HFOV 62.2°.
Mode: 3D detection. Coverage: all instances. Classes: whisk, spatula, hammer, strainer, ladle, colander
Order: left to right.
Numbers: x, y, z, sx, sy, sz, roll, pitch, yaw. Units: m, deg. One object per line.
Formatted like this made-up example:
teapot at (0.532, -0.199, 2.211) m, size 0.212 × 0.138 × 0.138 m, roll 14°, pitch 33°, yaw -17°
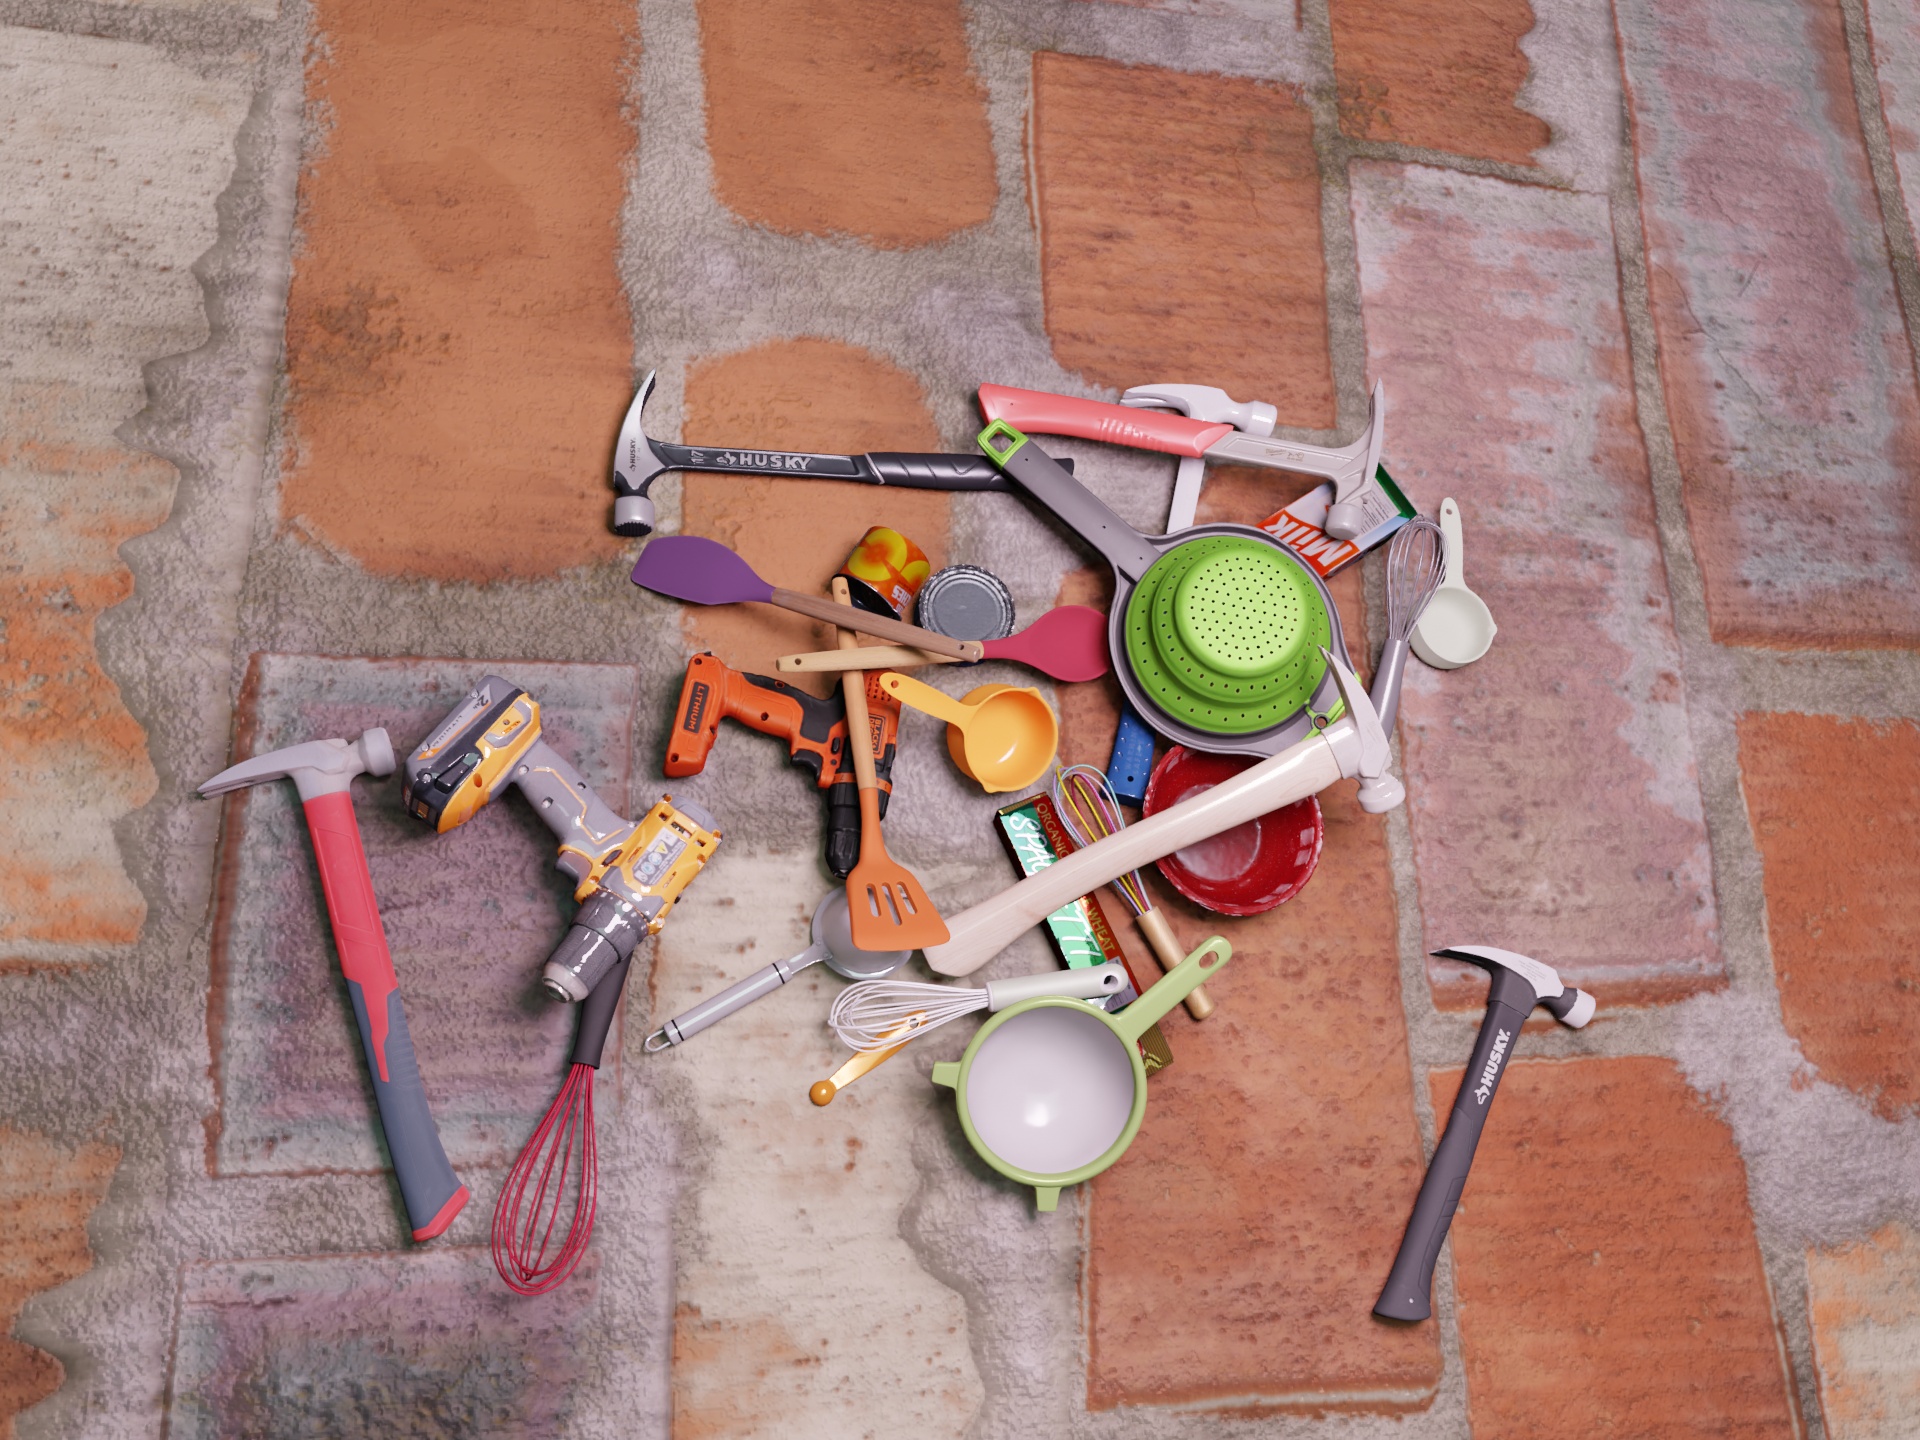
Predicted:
hammer at (-0.460, 0.203, 1.200) m, size 0.143 × 0.038 × 0.386 m, roll -15°, pitch 78°, yaw -15°
whisk at (-0.291, 0.281, 1.206) m, size 0.073 × 0.073 × 0.296 m, roll 14°, pitch 66°, yaw -8°
strainer at (-0.135, 0.197, 1.272) m, size 0.258 × 0.050 × 0.087 m, roll -28°, pitch 66°, yaw -15°
spatula at (-0.129, -0.098, 1.310) m, size 0.316 × 0.018 × 0.060 m, roll 18°, pitch 69°, yaw 18°
hammer at (-0.098, -0.228, 1.404) m, size 0.409 × 0.036 × 0.149 m, roll 1°, pitch 73°, yaw -12°
spatula at (-0.074, 0.030, 1.273) m, size 0.081 × 0.041 × 0.323 m, roll -1°, pitch 70°, yaw -24°
ladle at (-0.006, -0.056, 1.326) m, size 0.315 × 0.031 × 0.069 m, roll -5°, pitch 76°, yaw -28°
whisk at (0.015, 0.224, 1.277) m, size 0.246 × 0.059 × 0.058 m, roll -7°, pitch 95°, yaw -9°
strainer at (0.109, 0.255, 1.270) m, size 0.256 × 0.069 × 0.151 m, roll -39°, pitch 94°, yaw -4°
whisk at (0.148, 0.142, 1.348) m, size 0.051 × 0.047 × 0.245 m, roll -30°, pitch 87°, yaw -12°
hammer at (0.151, 0.088, 1.285) m, size 0.410 × 0.038 × 0.146 m, roll -26°, pitch 107°, yaw 0°
colander at (0.169, -0.134, 1.342) m, size 0.397 × 0.094 × 0.204 m, roll 42°, pitch 80°, yaw 9°
hammer at (0.180, -0.121, 1.428) m, size 0.144 × 0.035 × 0.406 m, roll 14°, pitch 73°, yaw -2°
hammer at (0.194, -0.265, 1.425) m, size 0.359 × 0.036 × 0.149 m, roll 12°, pitch 75°, yaw 7°
whisk at (0.394, -0.070, 1.436) m, size 0.055 × 0.055 × 0.239 m, roll 14°, pitch 90°, yaw -8°
hammer at (0.421, 0.348, 1.349) m, size 0.146 × 0.035 × 0.335 m, roll 29°, pitch 71°, yaw -3°

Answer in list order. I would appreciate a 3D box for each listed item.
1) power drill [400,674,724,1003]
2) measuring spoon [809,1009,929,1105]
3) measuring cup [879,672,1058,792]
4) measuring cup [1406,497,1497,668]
power drill at (-0.321, 0.093, 1.225) m, size 0.226 × 0.084 × 0.185 m, roll 36°, pitch 56°, yaw -3°
measuring spoon at (-0.072, 0.269, 1.277) m, size 0.117 × 0.011 × 0.021 m, roll -35°, pitch 84°, yaw -19°
measuring cup at (-0.002, -0.004, 1.323) m, size 0.173 × 0.052 × 0.095 m, roll 25°, pitch 88°, yaw -25°
measuring cup at (0.454, -0.127, 1.493) m, size 0.083 × 0.038 × 0.168 m, roll 7°, pitch 71°, yaw -10°
